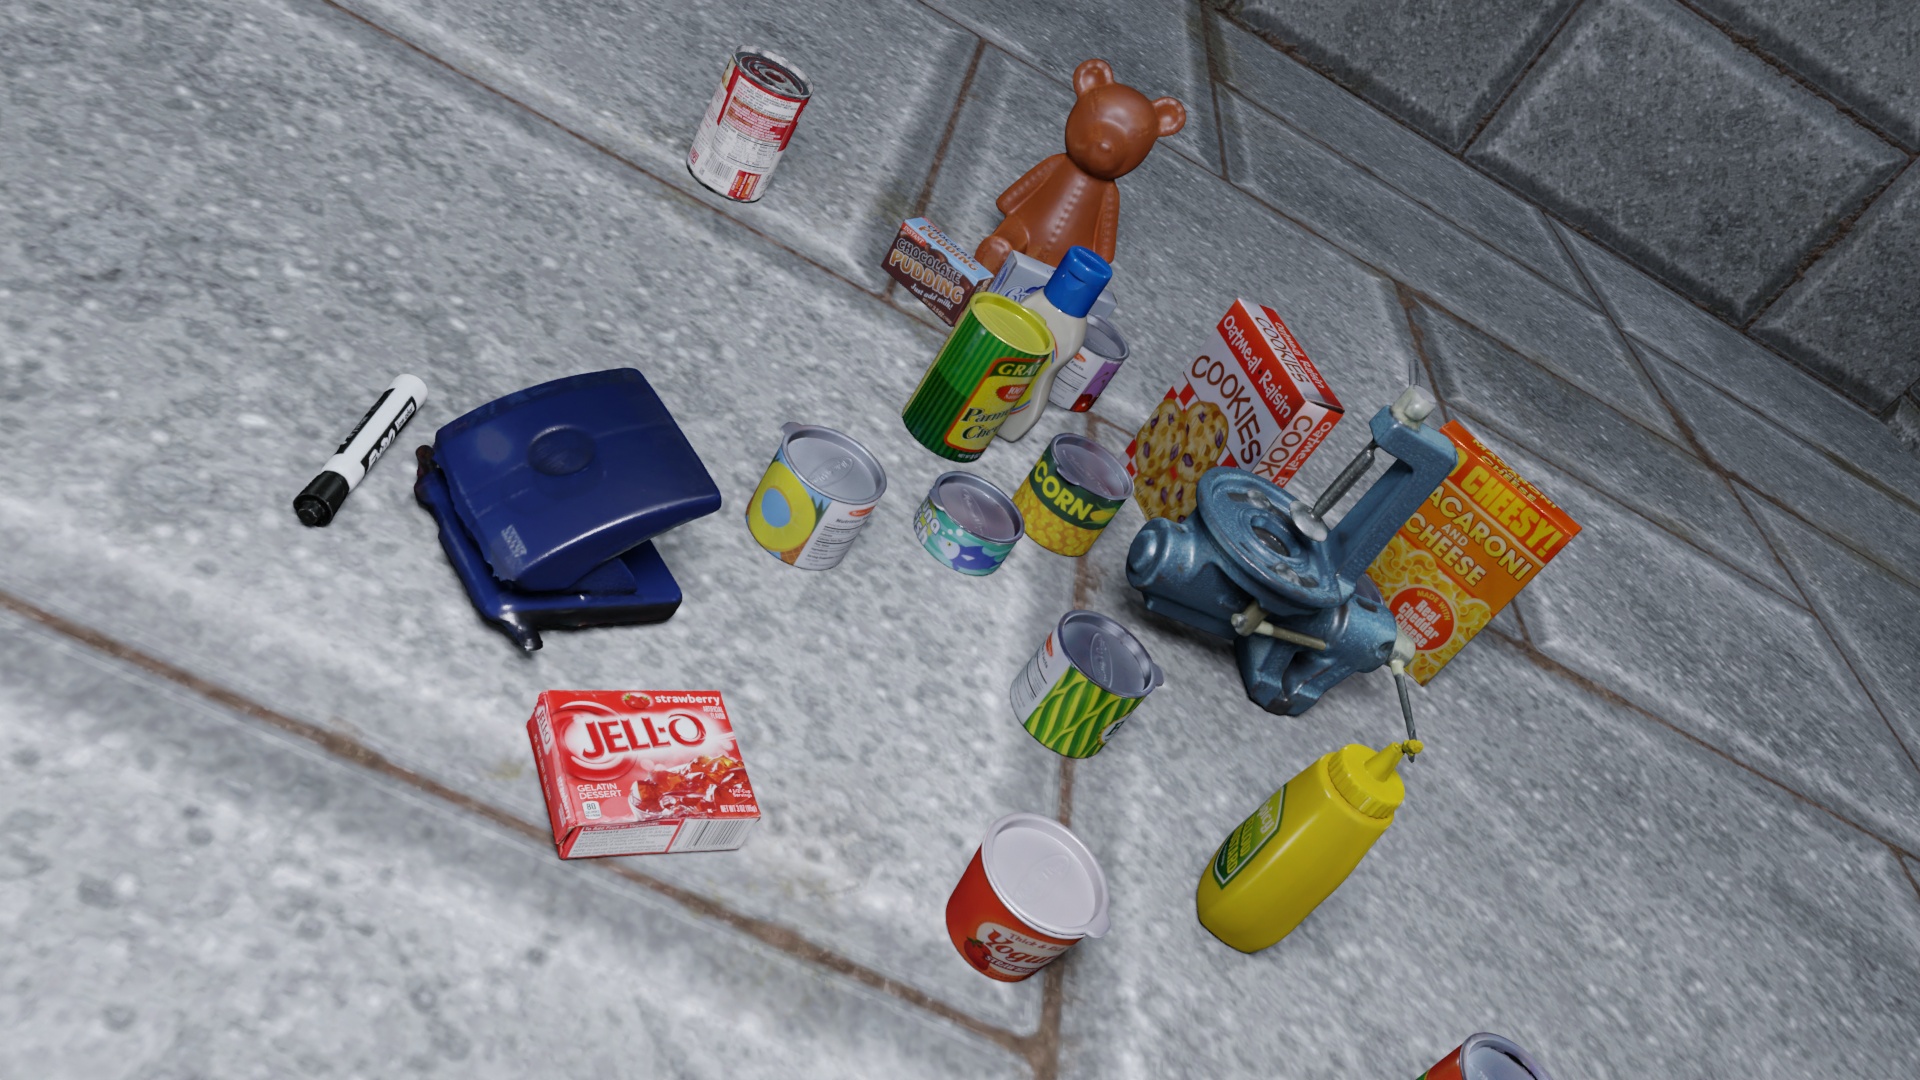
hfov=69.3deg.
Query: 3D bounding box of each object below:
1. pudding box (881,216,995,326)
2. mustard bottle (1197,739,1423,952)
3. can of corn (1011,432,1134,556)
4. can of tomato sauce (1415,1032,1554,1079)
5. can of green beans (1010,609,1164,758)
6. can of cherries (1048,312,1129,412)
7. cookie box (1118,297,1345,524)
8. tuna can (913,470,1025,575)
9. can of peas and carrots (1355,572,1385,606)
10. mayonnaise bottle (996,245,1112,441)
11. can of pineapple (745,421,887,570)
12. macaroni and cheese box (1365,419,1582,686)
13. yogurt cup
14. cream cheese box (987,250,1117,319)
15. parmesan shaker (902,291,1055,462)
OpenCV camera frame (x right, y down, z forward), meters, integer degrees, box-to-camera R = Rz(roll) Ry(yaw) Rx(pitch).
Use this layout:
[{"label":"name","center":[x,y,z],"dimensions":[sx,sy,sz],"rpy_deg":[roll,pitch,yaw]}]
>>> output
[{"label":"pudding box","center":[-0.018,-0.220,1.131],"dimensions":[0.084,0.049,0.030],"rpy_deg":[43,33,13]},{"label":"mustard bottle","center":[0.185,0.150,0.725],"dimensions":[0.049,0.159,0.065],"rpy_deg":[33,32,-2]},{"label":"can of corn","center":[0.075,-0.031,0.959],"dimensions":[0.071,0.058,0.071],"rpy_deg":[23,34,-17]},{"label":"can of tomato sauce","center":[0.240,0.288,0.665],"dimensions":[0.071,0.082,0.071],"rpy_deg":[23,34,-17]},{"label":"can of green beans","center":[0.071,0.084,0.807],"dimensions":[0.071,0.057,0.071],"rpy_deg":[23,34,-17]},{"label":"can of cherries","center":[0.095,-0.147,1.128],"dimensions":[0.071,0.058,0.072],"rpy_deg":[23,34,-17]},{"label":"cookie box","center":[0.194,-0.075,1.019],"dimensions":[0.040,0.166,0.123],"rpy_deg":[13,38,-30]},{"label":"tuna can","center":[0.003,-0.011,0.894],"dimensions":[0.071,0.032,0.071],"rpy_deg":[23,34,-17]},{"label":"can of peas and carrots","center":[0.265,0.049,1.021],"dimensions":[0.071,0.058,0.071],"rpy_deg":[23,34,-17]},{"label":"mayonnaise bottle","center":[0.056,-0.144,1.007],"dimensions":[0.065,0.147,0.041],"rpy_deg":[38,32,6]},{"label":"can of pineapple","center":[-0.086,-0.026,0.813],"dimensions":[0.071,0.057,0.071],"rpy_deg":[23,34,-17]},{"label":"macaroni and cheese box","center":[0.365,0.010,1.059],"dimensions":[0.124,0.165,0.040],"rpy_deg":[45,34,17]},{"label":"yogurt cup","center":[0.029,0.171,0.659],"dimensions":[0.072,0.053,0.073],"rpy_deg":[23,34,-17]},{"label":"cream cheese box","center":[0.077,-0.205,1.193],"dimensions":[0.104,0.053,0.024],"rpy_deg":[18,35,-23]},{"label":"parmesan shaker","center":[0.013,-0.113,0.971],"dimensions":[0.071,0.102,0.072],"rpy_deg":[23,34,-17]}]
